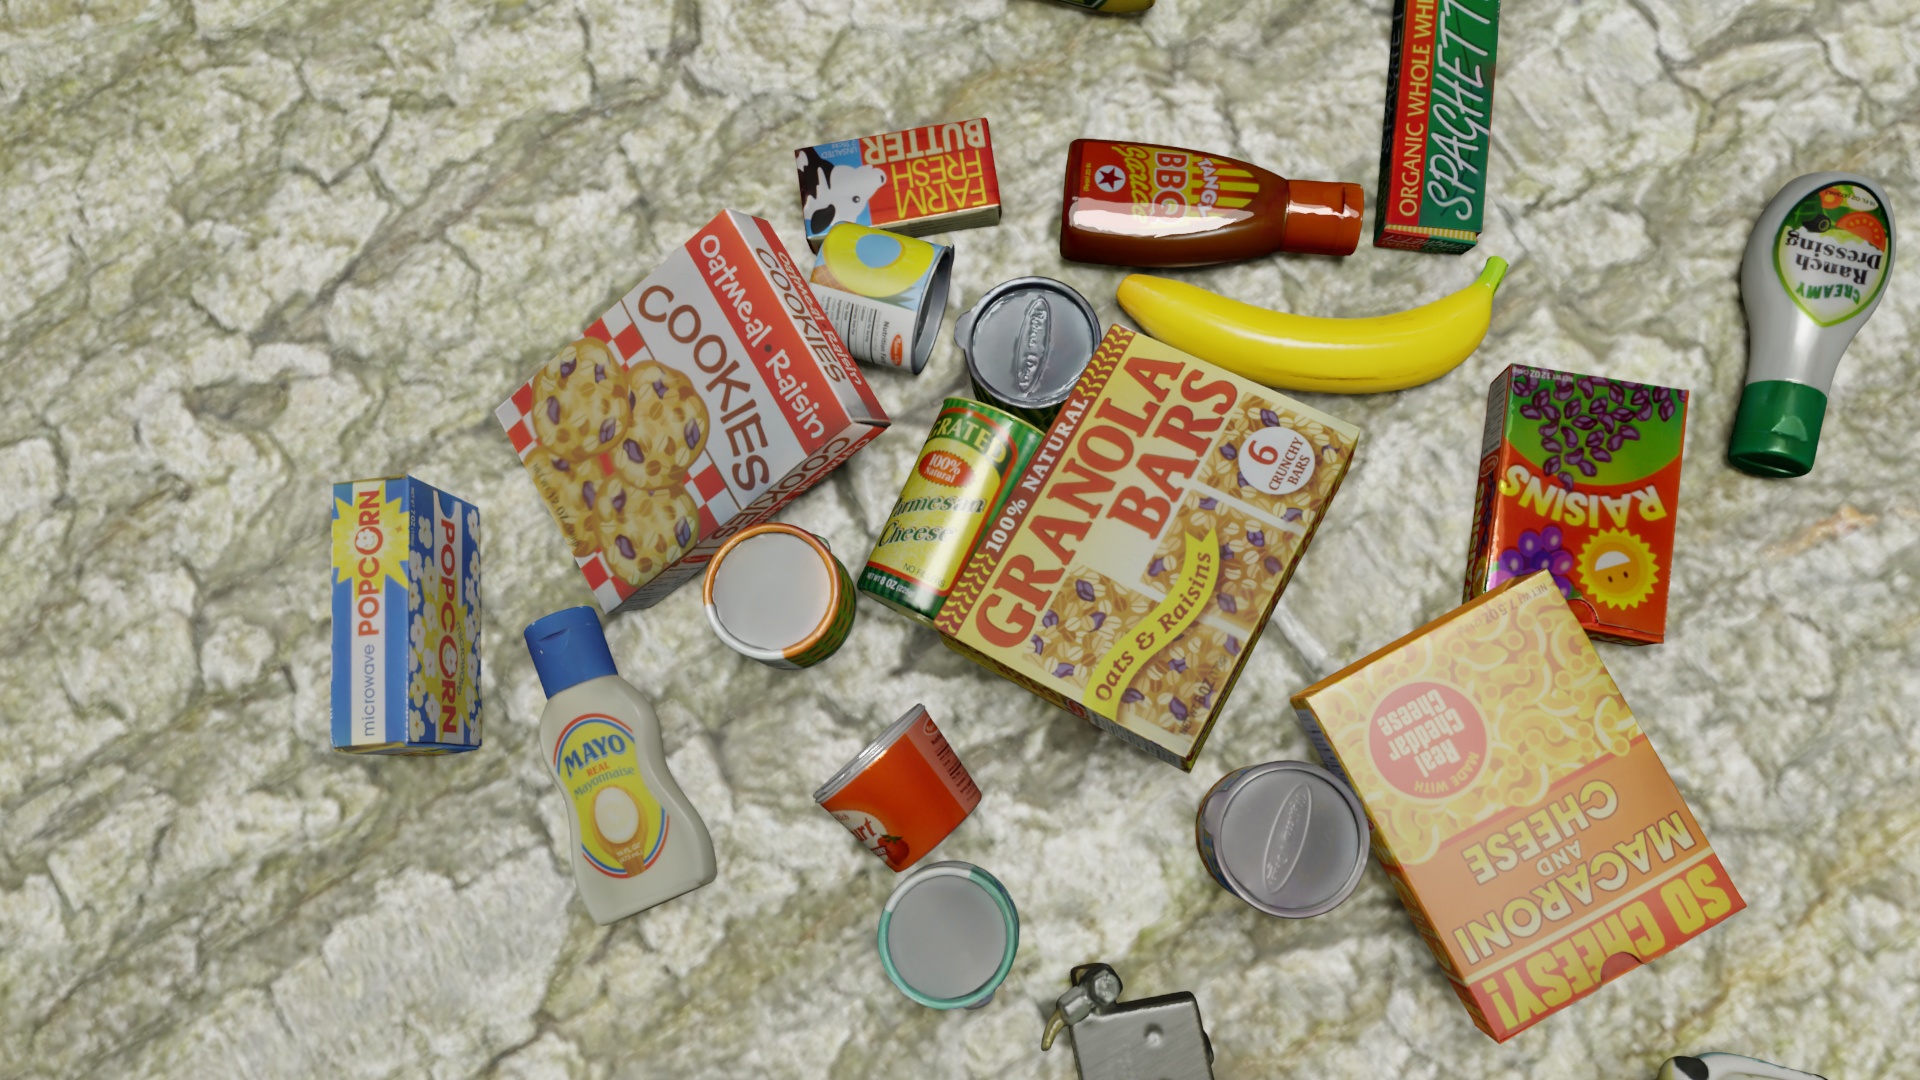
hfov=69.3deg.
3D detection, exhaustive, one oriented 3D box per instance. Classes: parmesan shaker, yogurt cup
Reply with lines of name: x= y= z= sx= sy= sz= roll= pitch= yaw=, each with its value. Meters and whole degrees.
parmesan shaker: x=0.002 y=-0.008 z=0.671 sx=0.071 sy=0.071 sz=0.103 roll=24 pitch=82 yaw=7
yogurt cup: x=-0.027 y=0.118 z=0.653 sx=0.072 sy=0.072 sz=0.054 roll=-41 pitch=88 yaw=-4

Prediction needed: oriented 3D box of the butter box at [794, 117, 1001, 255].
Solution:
butter box: x=-0.032 y=-0.186 z=0.729 sx=0.103 sy=0.024 sz=0.053 roll=-10 pitch=80 yaw=2

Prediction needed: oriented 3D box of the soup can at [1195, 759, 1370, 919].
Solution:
soup can: x=0.140 y=0.132 z=0.629 sx=0.071 sy=0.083 sz=0.071 roll=-1 pitch=79 yaw=3

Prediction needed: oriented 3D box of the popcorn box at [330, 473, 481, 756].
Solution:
popcorn box: x=-0.265 y=0.039 z=0.669 sx=0.038 sy=0.085 sz=0.127 roll=-5 pitch=80 yaw=3

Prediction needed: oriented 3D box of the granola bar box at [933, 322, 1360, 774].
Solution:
granola bar box: x=0.083 y=0.000 z=0.613 sx=0.124 sy=0.039 sz=0.166 roll=27 pitch=74 yaw=18

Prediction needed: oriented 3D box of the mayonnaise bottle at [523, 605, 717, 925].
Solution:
mayonnaise bottle: x=-0.171 y=0.106 z=0.674 sx=0.065 sy=0.041 sz=0.148 roll=-23 pitch=80 yaw=1

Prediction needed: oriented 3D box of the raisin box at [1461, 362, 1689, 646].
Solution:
raisin box: x=0.297 y=-0.017 z=0.671 sx=0.086 sy=0.040 sz=0.123 roll=10 pitch=81 yaw=4

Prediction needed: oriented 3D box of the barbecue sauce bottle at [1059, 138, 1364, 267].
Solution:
barbecue sauce bottle: x=0.126 y=-0.168 z=0.706 sx=0.148 sy=0.043 sz=0.065 roll=5 pitch=68 yaw=4

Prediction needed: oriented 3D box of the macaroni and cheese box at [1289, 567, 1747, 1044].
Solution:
macaroni and cheese box: x=0.243 y=0.115 z=0.614 sx=0.124 sy=0.040 sz=0.166 roll=-28 pitch=82 yaw=-1

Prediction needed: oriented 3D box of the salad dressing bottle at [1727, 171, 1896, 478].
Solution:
salad dressing bottle: x=0.411 y=-0.105 z=0.678 sx=0.064 sy=0.044 sz=0.148 roll=17 pitch=81 yaw=7

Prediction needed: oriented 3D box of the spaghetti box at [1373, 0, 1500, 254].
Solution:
spaghetti box: x=0.253 y=-0.270 z=0.726 sx=0.050 sy=0.028 sz=0.250 roll=7 pitch=80 yaw=5

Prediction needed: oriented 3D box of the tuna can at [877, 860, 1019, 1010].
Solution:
tuna can: x=-0.004 y=0.187 z=0.653 sx=0.071 sy=0.033 sz=0.071 roll=-1 pitch=79 yaw=3

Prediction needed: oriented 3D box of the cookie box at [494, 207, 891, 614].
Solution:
cookie box: x=-0.132 y=-0.060 z=0.674 sx=0.167 sy=0.040 sz=0.123 roll=-35 pitch=78 yaw=21

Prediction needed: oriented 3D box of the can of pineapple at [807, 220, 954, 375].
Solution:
can of pineapple: x=-0.040 y=-0.123 z=0.698 sx=0.058 sy=0.071 sz=0.071 roll=16 pitch=81 yaw=6

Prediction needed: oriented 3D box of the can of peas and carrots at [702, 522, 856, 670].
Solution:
can of peas and carrots: x=-0.086 y=0.026 z=0.675 sx=0.071 sy=0.058 sz=0.071 roll=0 pitch=80 yaw=3

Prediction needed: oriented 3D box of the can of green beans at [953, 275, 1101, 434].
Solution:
can of green beans: x=0.036 y=-0.090 z=0.690 sx=0.071 sy=0.057 sz=0.071 roll=-1 pitch=80 yaw=3

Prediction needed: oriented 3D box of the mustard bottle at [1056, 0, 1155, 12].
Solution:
mustard bottle: x=0.029 y=-0.321 z=0.733 sx=0.160 sy=0.065 sz=0.049 roll=14 pitch=76 yaw=12
